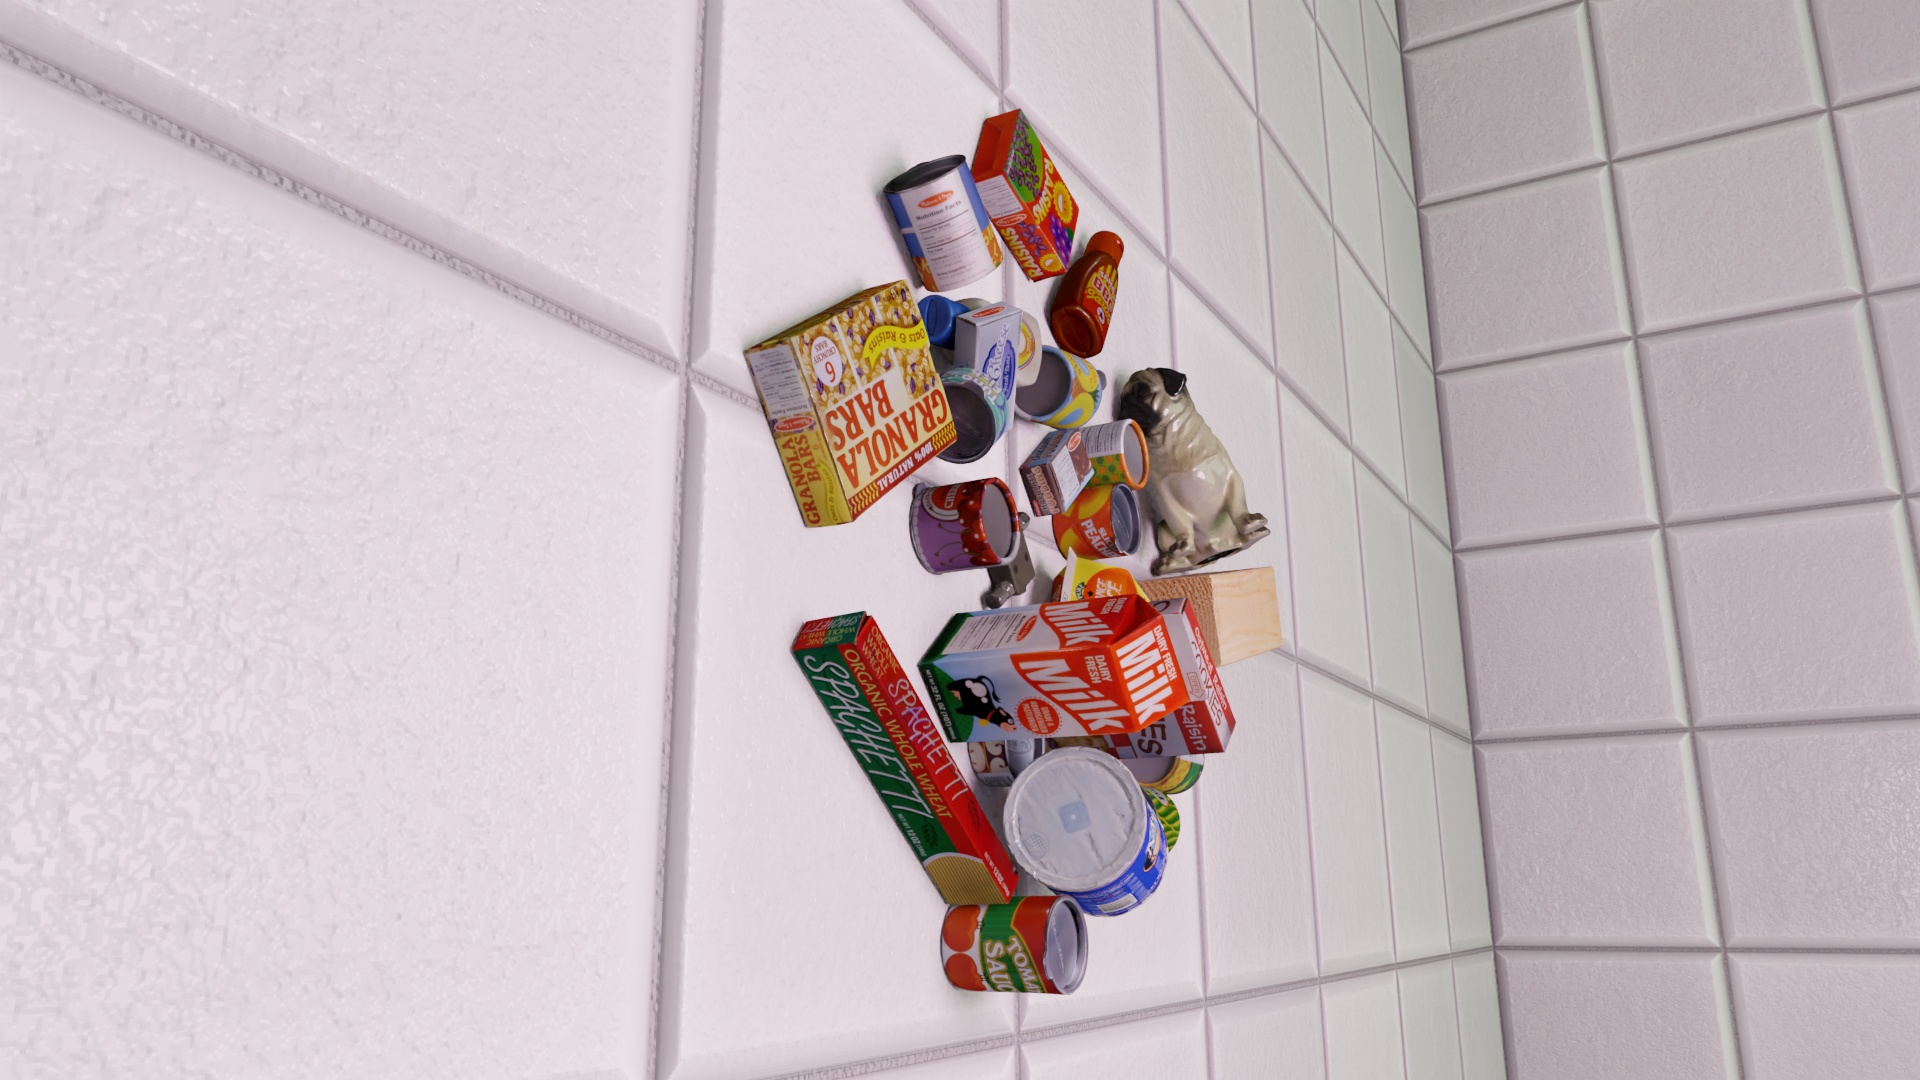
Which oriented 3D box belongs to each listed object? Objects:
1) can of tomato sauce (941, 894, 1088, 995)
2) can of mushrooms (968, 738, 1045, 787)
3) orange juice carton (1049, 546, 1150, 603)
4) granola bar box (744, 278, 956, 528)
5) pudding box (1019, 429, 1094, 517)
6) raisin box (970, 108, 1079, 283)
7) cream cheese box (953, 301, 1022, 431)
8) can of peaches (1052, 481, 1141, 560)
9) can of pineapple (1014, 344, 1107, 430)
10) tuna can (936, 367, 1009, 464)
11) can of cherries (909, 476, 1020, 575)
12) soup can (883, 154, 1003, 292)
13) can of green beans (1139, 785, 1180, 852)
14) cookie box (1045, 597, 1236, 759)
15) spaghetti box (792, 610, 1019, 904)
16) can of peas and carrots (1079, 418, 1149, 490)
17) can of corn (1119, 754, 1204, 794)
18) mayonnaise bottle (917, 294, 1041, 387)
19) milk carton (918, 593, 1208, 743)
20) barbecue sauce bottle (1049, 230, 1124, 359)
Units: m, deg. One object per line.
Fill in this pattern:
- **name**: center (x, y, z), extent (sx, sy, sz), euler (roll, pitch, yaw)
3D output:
- **can of tomato sauce**: center (0.037, 0.283, 0.969), extent (0.071, 0.083, 0.071), euler (25, 61, -56)
- **can of mushrooms**: center (0.036, 0.152, 1.055), extent (0.071, 0.033, 0.071), euler (24, 62, -56)
- **orange juice carton**: center (0.130, 0.087, 1.202), extent (0.192, 0.073, 0.072), euler (51, 41, -42)
- **granola bar box**: center (-0.067, -0.096, 0.935), extent (0.166, 0.039, 0.124), euler (-43, 120, -56)
- **pudding box**: center (0.085, -0.060, 1.208), extent (0.084, 0.030, 0.049), euler (-50, 124, -54)
- **raisin box**: center (0.057, -0.301, 1.218), extent (0.123, 0.040, 0.086), euler (49, 41, -42)
- **cream cheese box**: center (0.019, -0.126, 1.059), extent (0.053, 0.024, 0.103), euler (-26, 132, -41)
- **can of peaches**: center (0.120, -0.014, 1.230), extent (0.071, 0.058, 0.071), euler (24, 63, -57)
- **can of pineapple**: center (0.080, -0.131, 1.179), extent (0.058, 0.071, 0.071), euler (7, 76, -60)
- **tuna can**: center (0.002, -0.094, 1.027), extent (0.033, 0.071, 0.071), euler (-51, 126, -56)
- **can of cherries**: center (0.004, -0.013, 1.018), extent (0.071, 0.058, 0.071), euler (24, 62, -57)
- **soup can**: center (-0.012, -0.240, 1.049), extent (0.083, 0.071, 0.072), euler (66, 32, -26)
- **can of green beans**: center (0.150, 0.244, 1.201), extent (0.058, 0.071, 0.071), euler (25, 61, -57)
- **cookie box**: center (0.111, 0.110, 1.064), extent (0.122, 0.167, 0.040), euler (66, 32, -27)
- **spaghetti box**: center (-0.032, 0.150, 0.917), extent (0.249, 0.050, 0.029), euler (63, 32, -29)
- **can of peas and carrots**: center (0.135, -0.073, 1.273), extent (0.071, 0.058, 0.071), euler (24, 62, -57)
- **can of corn**: center (0.180, 0.199, 1.273), extent (0.058, 0.071, 0.071), euler (25, 61, -56)
- **mayonnaise bottle**: center (0.015, -0.161, 1.098), extent (0.148, 0.041, 0.065), euler (7, 84, -60)
- **milk carton**: center (0.076, 0.090, 0.982), extent (0.074, 0.190, 0.072), euler (-51, 126, -53)
- **barbecue sauce bottle**: center (0.124, -0.239, 1.315), extent (0.064, 0.043, 0.149), euler (59, 36, -34)
